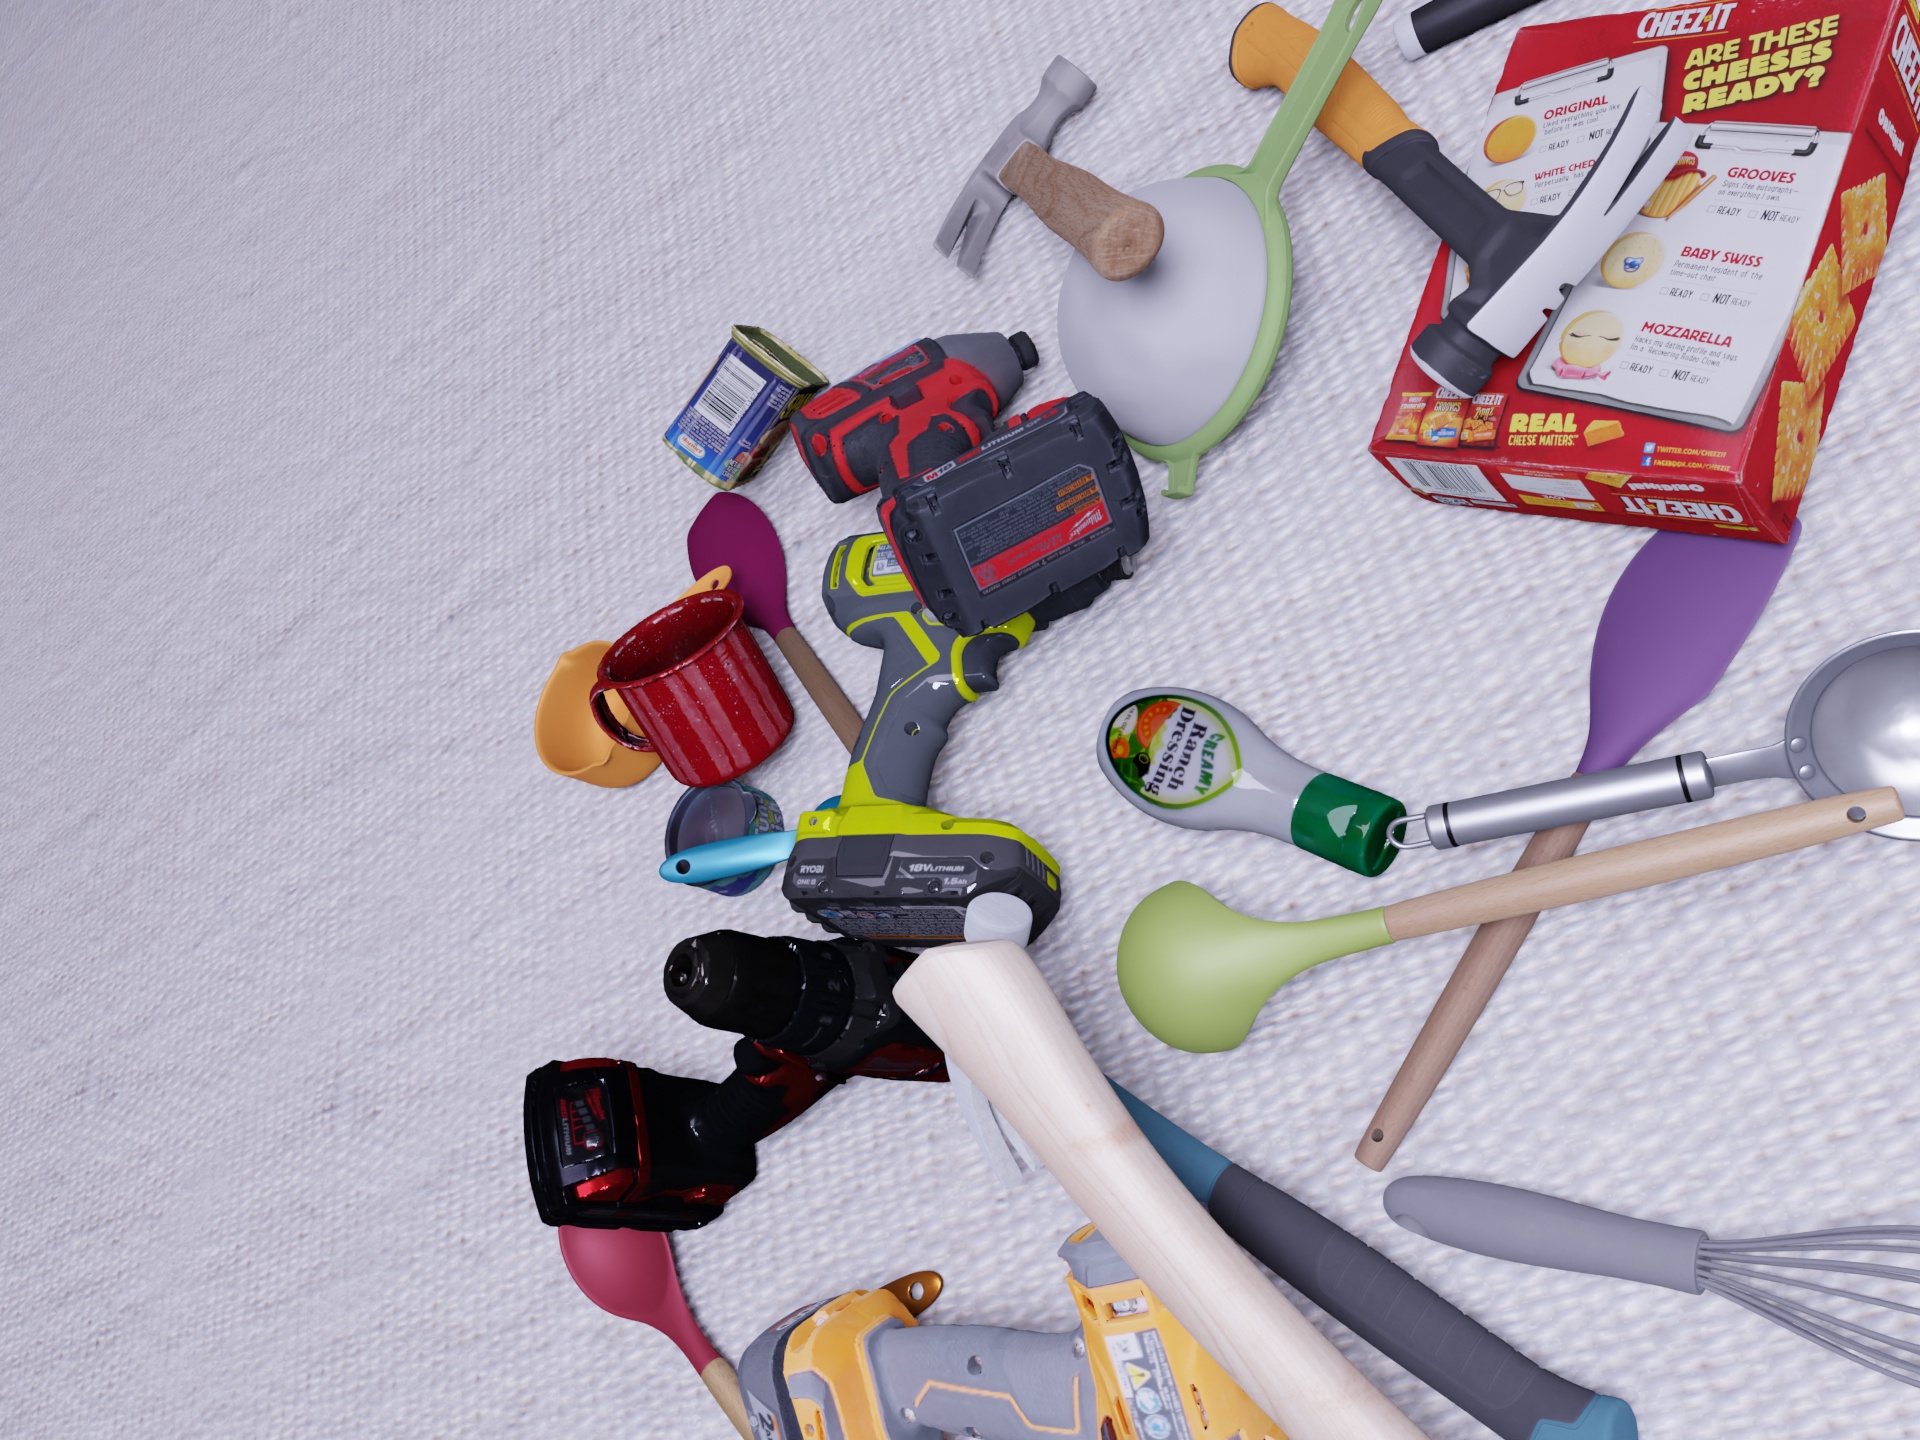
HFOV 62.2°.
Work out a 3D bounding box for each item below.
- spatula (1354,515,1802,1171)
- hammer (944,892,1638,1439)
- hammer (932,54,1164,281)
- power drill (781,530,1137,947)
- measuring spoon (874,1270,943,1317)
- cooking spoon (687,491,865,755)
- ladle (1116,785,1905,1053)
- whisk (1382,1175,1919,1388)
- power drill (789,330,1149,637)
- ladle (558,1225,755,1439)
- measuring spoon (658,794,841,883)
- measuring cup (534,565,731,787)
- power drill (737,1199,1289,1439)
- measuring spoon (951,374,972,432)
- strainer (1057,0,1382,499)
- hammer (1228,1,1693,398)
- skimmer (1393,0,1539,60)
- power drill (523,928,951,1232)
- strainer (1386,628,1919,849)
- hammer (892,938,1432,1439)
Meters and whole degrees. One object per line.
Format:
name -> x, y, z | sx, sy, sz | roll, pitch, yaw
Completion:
spatula -> 0.245, 0.046, 0.656 | 0.060, 0.018, 0.316 | 30, 90, 43
hammer -> 0.119, 0.201, 0.655 | 0.331, 0.033, 0.128 | 29, 124, 34
hammer -> 0.048, -0.270, 0.819 | 0.130, 0.031, 0.332 | -50, 22, 16
power drill -> -0.001, -0.003, 0.812 | 0.171, 0.080, 0.223 | -4, 63, 27
measuring spoon -> -0.056, 0.299, 0.786 | 0.117, 0.011, 0.021 | -34, 56, 22
cooking spoon -> -0.092, -0.034, 0.935 | 0.068, 0.017, 0.319 | -51, 51, 18
ladle -> 0.202, 0.074, 0.643 | 0.320, 0.062, 0.078 | -20, 83, 30
whisk -> 0.263, 0.193, 0.570 | 0.239, 0.055, 0.055 | 0, 73, 40
power drill -> 0.004, -0.139, 0.814 | 0.143, 0.078, 0.220 | -28, 33, -5
ladle -> -0.111, 0.344, 0.801 | 0.316, 0.031, 0.069 | 36, 105, 38
measuring spoon -> -0.107, 0.070, 0.873 | 0.128, 0.021, 0.042 | -13, 79, 6
measuring cup -> -0.188, -0.028, 0.986 | 0.173, 0.052, 0.095 | -41, 53, 15
power drill -> 0.032, 0.312, 0.663 | 0.226, 0.084, 0.185 | -23, 81, 28
measuring spoon -> 0.000, -0.148, 0.919 | 0.034, 0.018, 0.124 | 15, 89, 28
strainer -> 0.113, -0.245, 0.765 | 0.256, 0.069, 0.152 | -61, 37, 38
hammer -> 0.200, -0.279, 0.739 | 0.127, 0.034, 0.337 | -52, 32, 26
skimmer -> 0.355, -0.421, 0.708 | 0.363, 0.090, 0.127 | -19, 30, 33
power drill -> -0.118, 0.170, 0.773 | 0.226, 0.187, 0.080 | -34, 55, 27
strainer -> 0.289, 0.017, 0.608 | 0.258, 0.086, 0.050 | -15, 19, 28
hammer -> 0.117, 0.243, 0.568 | 0.411, 0.038, 0.146 | 45, 100, 16
